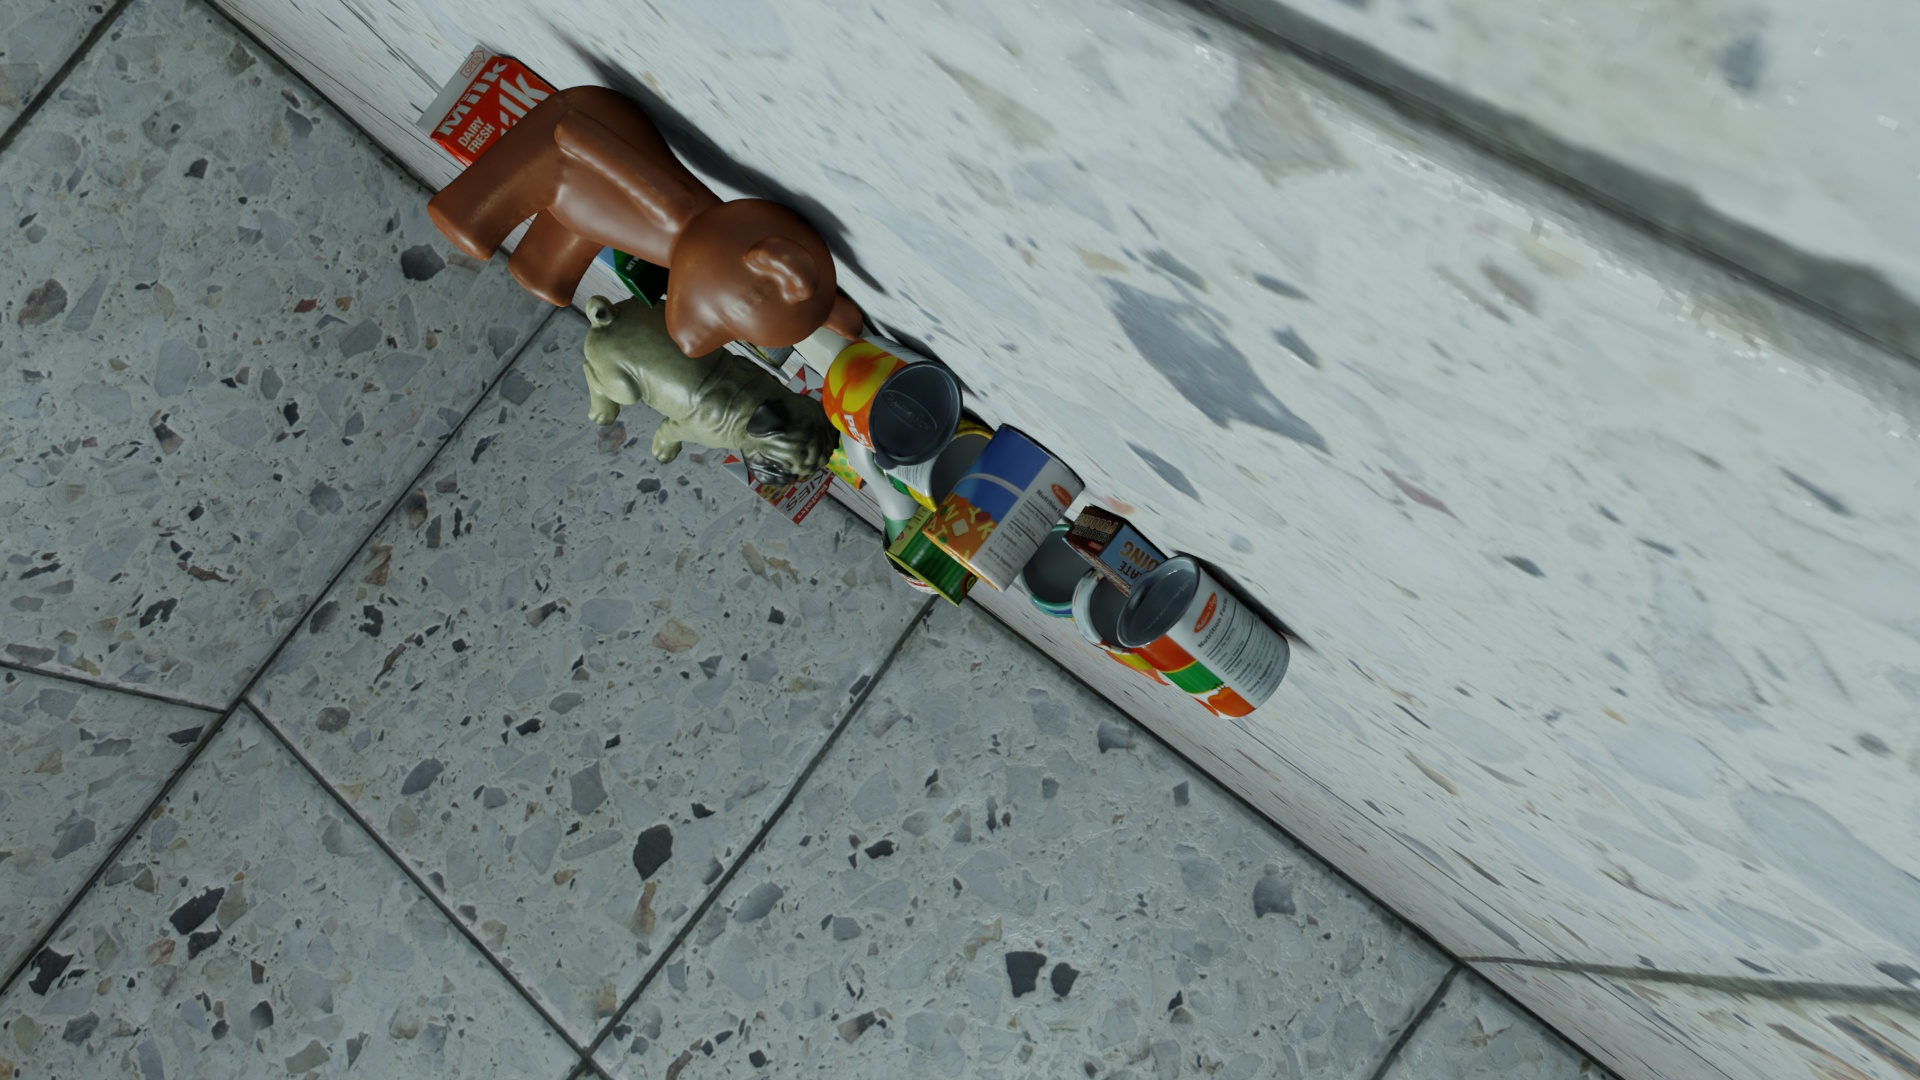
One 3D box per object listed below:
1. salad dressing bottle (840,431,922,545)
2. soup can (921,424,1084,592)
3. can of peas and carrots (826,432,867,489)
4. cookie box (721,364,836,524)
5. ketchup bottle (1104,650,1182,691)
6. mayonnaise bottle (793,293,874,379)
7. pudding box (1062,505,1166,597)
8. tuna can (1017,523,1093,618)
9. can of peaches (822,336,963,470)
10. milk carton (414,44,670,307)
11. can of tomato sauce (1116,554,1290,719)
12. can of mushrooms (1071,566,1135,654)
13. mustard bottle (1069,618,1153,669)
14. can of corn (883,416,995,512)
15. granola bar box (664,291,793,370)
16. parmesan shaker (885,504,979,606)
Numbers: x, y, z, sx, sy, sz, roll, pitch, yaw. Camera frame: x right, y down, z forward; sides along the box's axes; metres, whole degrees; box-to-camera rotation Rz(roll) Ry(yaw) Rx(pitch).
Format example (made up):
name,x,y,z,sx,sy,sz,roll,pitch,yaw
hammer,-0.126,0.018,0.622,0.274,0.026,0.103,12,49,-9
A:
name,x,y,z,sx,sy,sz,roll,pitch,yaw
salad dressing bottle,-0.048,-0.053,1.007,0.044,0.064,0.147,25,145,34
soup can,0.024,-0.021,0.867,0.071,0.084,0.071,37,176,3
can of peas and carrots,-0.097,-0.089,1.265,0.059,0.071,0.071,36,176,4
cookie box,-0.156,-0.089,1.360,0.040,0.123,0.167,37,176,14
ketchup bottle,0.174,0.102,1.234,0.064,0.043,0.149,38,176,-18
mayonnaise bottle,-0.086,-0.133,0.860,0.065,0.041,0.147,33,173,27
pudding box,0.111,0.016,0.907,0.083,0.030,0.050,40,176,-29
tuna can,0.078,0.023,1.034,0.071,0.071,0.032,36,174,20
can of peaches,-0.043,-0.083,0.838,0.058,0.071,0.071,34,175,47
milk carton,-0.263,-0.244,0.913,0.190,0.072,0.073,36,176,2
can of tomato sauce,0.146,0.059,0.838,0.083,0.071,0.071,38,176,-21
can of mushrooms,0.116,0.046,0.977,0.071,0.071,0.033,38,174,-7
mustard bottle,0.105,0.045,1.161,0.160,0.049,0.065,39,176,-14
can of corn,-0.008,-0.052,0.931,0.071,0.071,0.058,41,174,-38
granola bar box,-0.214,-0.210,1.095,0.166,0.039,0.124,35,175,29
parmesan shaker,0.004,-0.012,0.997,0.071,0.103,0.071,37,176,3
